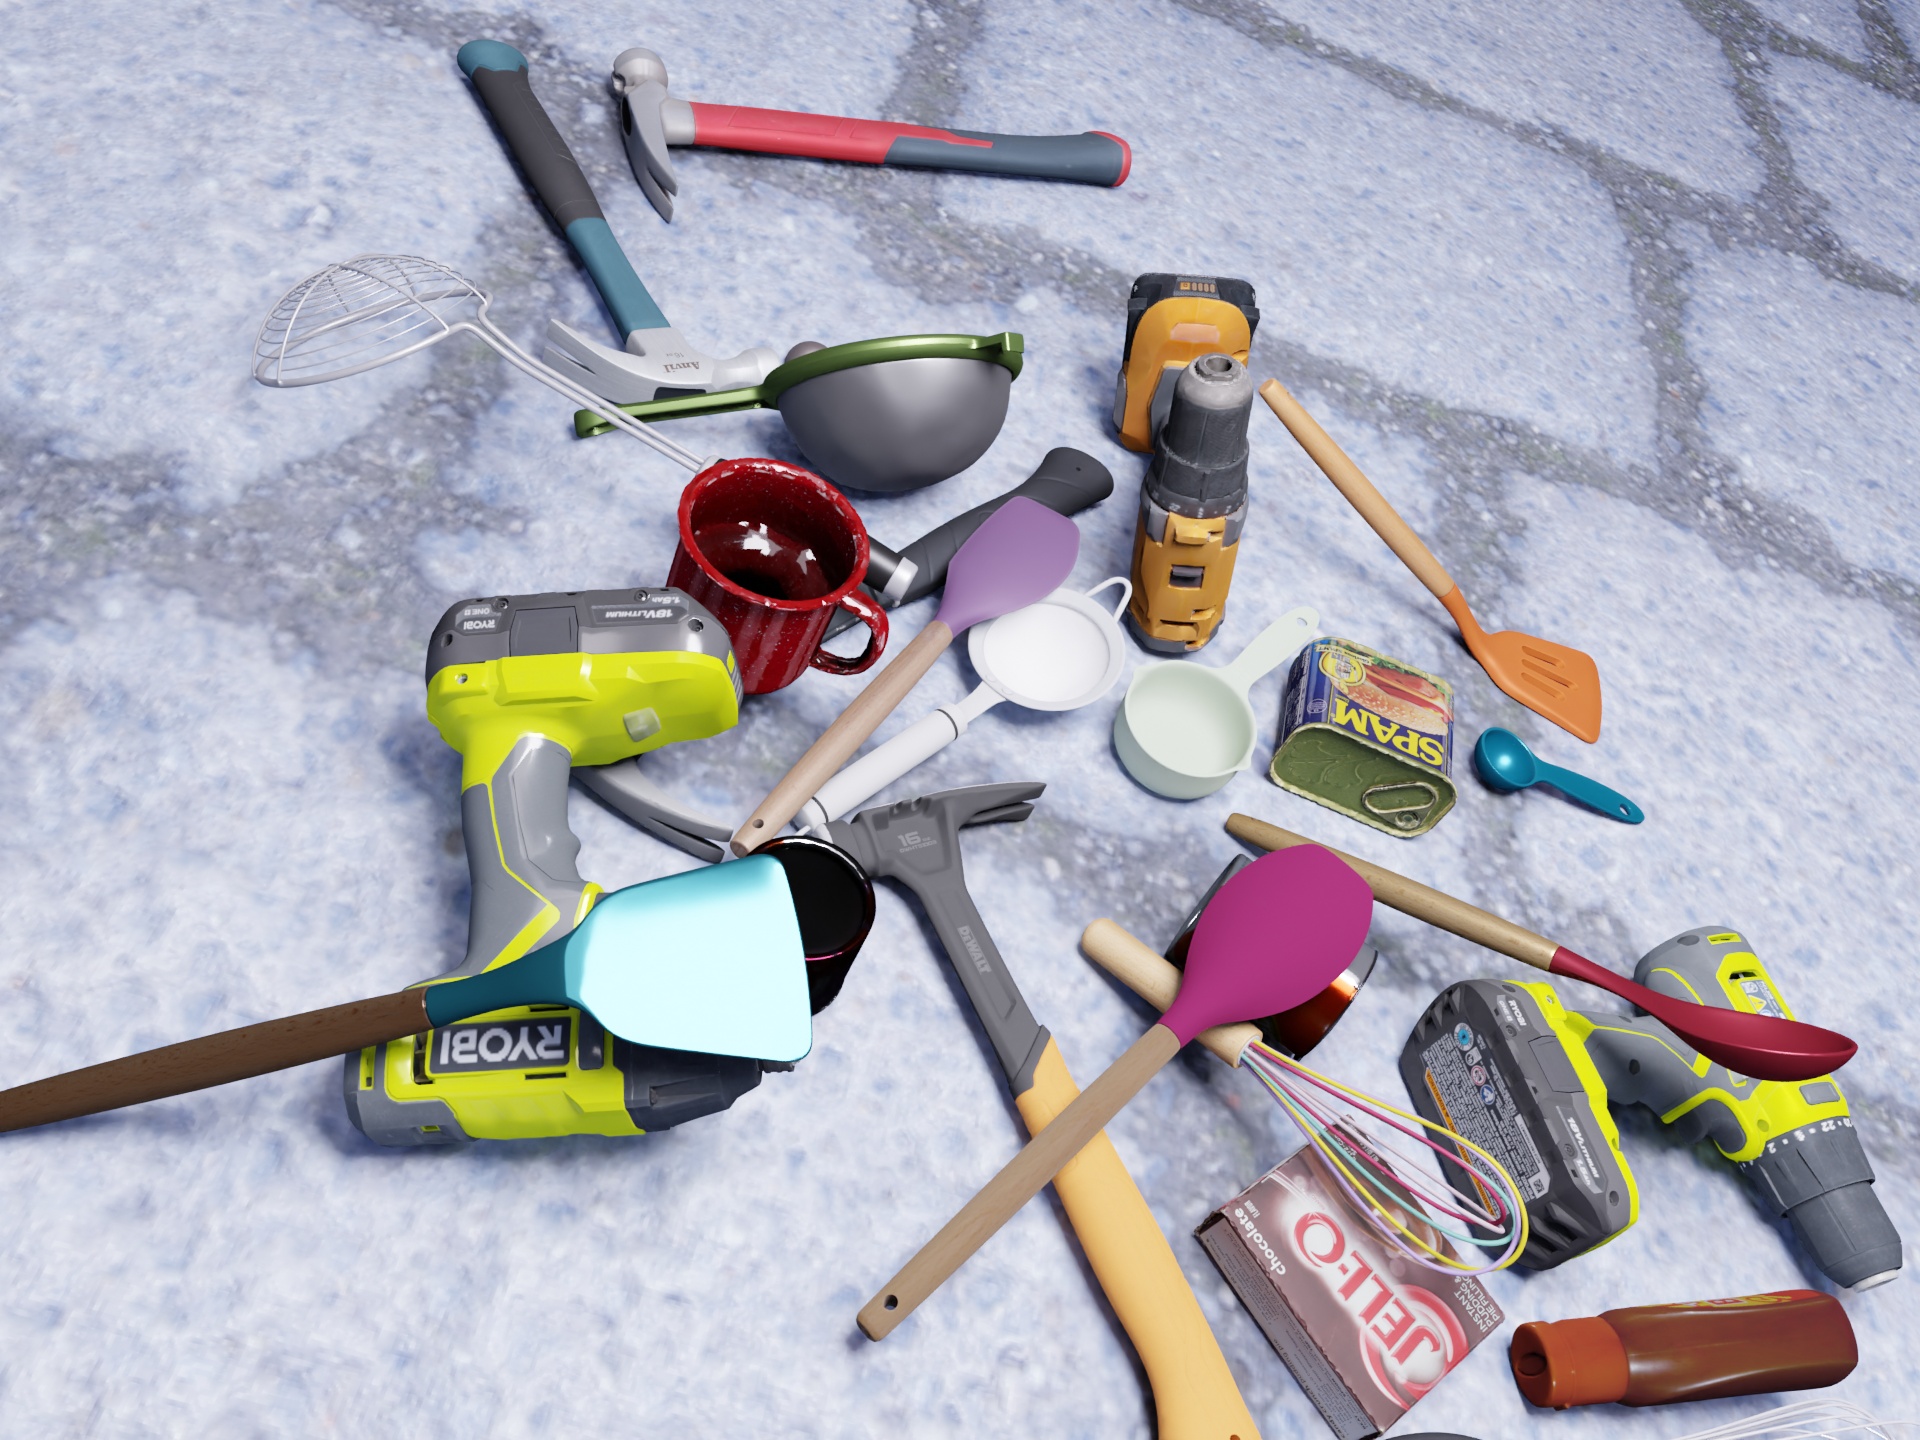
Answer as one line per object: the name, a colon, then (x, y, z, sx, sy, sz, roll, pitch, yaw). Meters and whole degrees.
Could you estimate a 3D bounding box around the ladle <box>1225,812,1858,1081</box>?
ladle: (0.269, 0.107, 0.789, 0.316, 0.031, 0.069, 23, 14, 33)

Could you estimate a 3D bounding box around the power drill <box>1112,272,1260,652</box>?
power drill: (0.136, -0.179, 0.940, 0.084, 0.185, 0.226, 5, 47, 2)

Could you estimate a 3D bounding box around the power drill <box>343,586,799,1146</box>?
power drill: (-0.154, 0.060, 0.665, 0.171, 0.080, 0.223, -4, 63, 0)

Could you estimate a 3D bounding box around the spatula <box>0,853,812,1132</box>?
spatula: (-0.216, 0.117, 0.592, 0.317, 0.044, 0.082, -13, 68, 2)

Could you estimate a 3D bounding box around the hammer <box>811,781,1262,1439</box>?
hammer: (0.049, 0.176, 0.725, 0.127, 0.034, 0.337, -12, 60, -28)

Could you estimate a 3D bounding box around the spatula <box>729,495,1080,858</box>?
spatula: (-0.021, -0.031, 0.825, 0.060, 0.018, 0.316, 30, 48, 13)

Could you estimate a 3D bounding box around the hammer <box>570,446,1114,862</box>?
hammer: (-0.048, -0.065, 0.873, 0.149, 0.036, 0.409, 46, 51, 14)

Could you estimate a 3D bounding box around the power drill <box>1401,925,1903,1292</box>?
power drill: (0.356, 0.203, 0.803, 0.228, 0.080, 0.191, 0, 53, -26)

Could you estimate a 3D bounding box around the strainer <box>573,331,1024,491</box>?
strainer: (-0.087, -0.161, 0.904, 0.256, 0.151, 0.069, -8, 89, -6)

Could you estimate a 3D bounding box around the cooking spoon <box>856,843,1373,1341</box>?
cooking spoon: (0.075, 0.156, 0.702, 0.319, 0.017, 0.069, -38, 66, -26)

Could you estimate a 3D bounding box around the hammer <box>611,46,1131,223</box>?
hammer: (-0.045, -0.402, 1.135, 0.386, 0.038, 0.143, -4, 57, -25)

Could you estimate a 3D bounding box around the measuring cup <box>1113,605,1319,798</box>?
measuring cup: (0.151, -0.015, 0.905, 0.083, 0.038, 0.167, 43, 54, 14)

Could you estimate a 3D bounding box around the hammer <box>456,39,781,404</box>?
hammer: (-0.237, -0.314, 0.991, 0.128, 0.033, 0.331, -15, 61, -32)

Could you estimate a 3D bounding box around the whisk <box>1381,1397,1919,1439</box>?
whisk: (0.307, 0.332, 0.699, 0.284, 0.070, 0.070, 6, 52, -12)

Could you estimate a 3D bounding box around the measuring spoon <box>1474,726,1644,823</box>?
measuring spoon: (0.364, 0.042, 0.975, 0.128, 0.021, 0.042, 22, 49, -17)

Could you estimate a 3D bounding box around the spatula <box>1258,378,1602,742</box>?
spatula: (0.297, -0.102, 0.994, 0.322, 0.041, 0.081, 42, 44, -23)

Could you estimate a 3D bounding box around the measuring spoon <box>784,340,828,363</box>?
measuring spoon: (-0.049, -0.212, 0.998, 0.124, 0.018, 0.034, 16, 49, -11)

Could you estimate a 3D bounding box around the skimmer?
skimmer: (-0.196, -0.142, 0.846, 0.363, 0.090, 0.127, 30, 38, -3)

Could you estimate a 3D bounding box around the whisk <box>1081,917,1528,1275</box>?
whisk: (0.152, 0.161, 0.730, 0.051, 0.047, 0.245, -29, 49, -34)

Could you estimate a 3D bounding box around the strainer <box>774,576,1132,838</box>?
strainer: (-0.001, -0.003, 0.840, 0.258, 0.050, 0.087, -34, 62, -32)
